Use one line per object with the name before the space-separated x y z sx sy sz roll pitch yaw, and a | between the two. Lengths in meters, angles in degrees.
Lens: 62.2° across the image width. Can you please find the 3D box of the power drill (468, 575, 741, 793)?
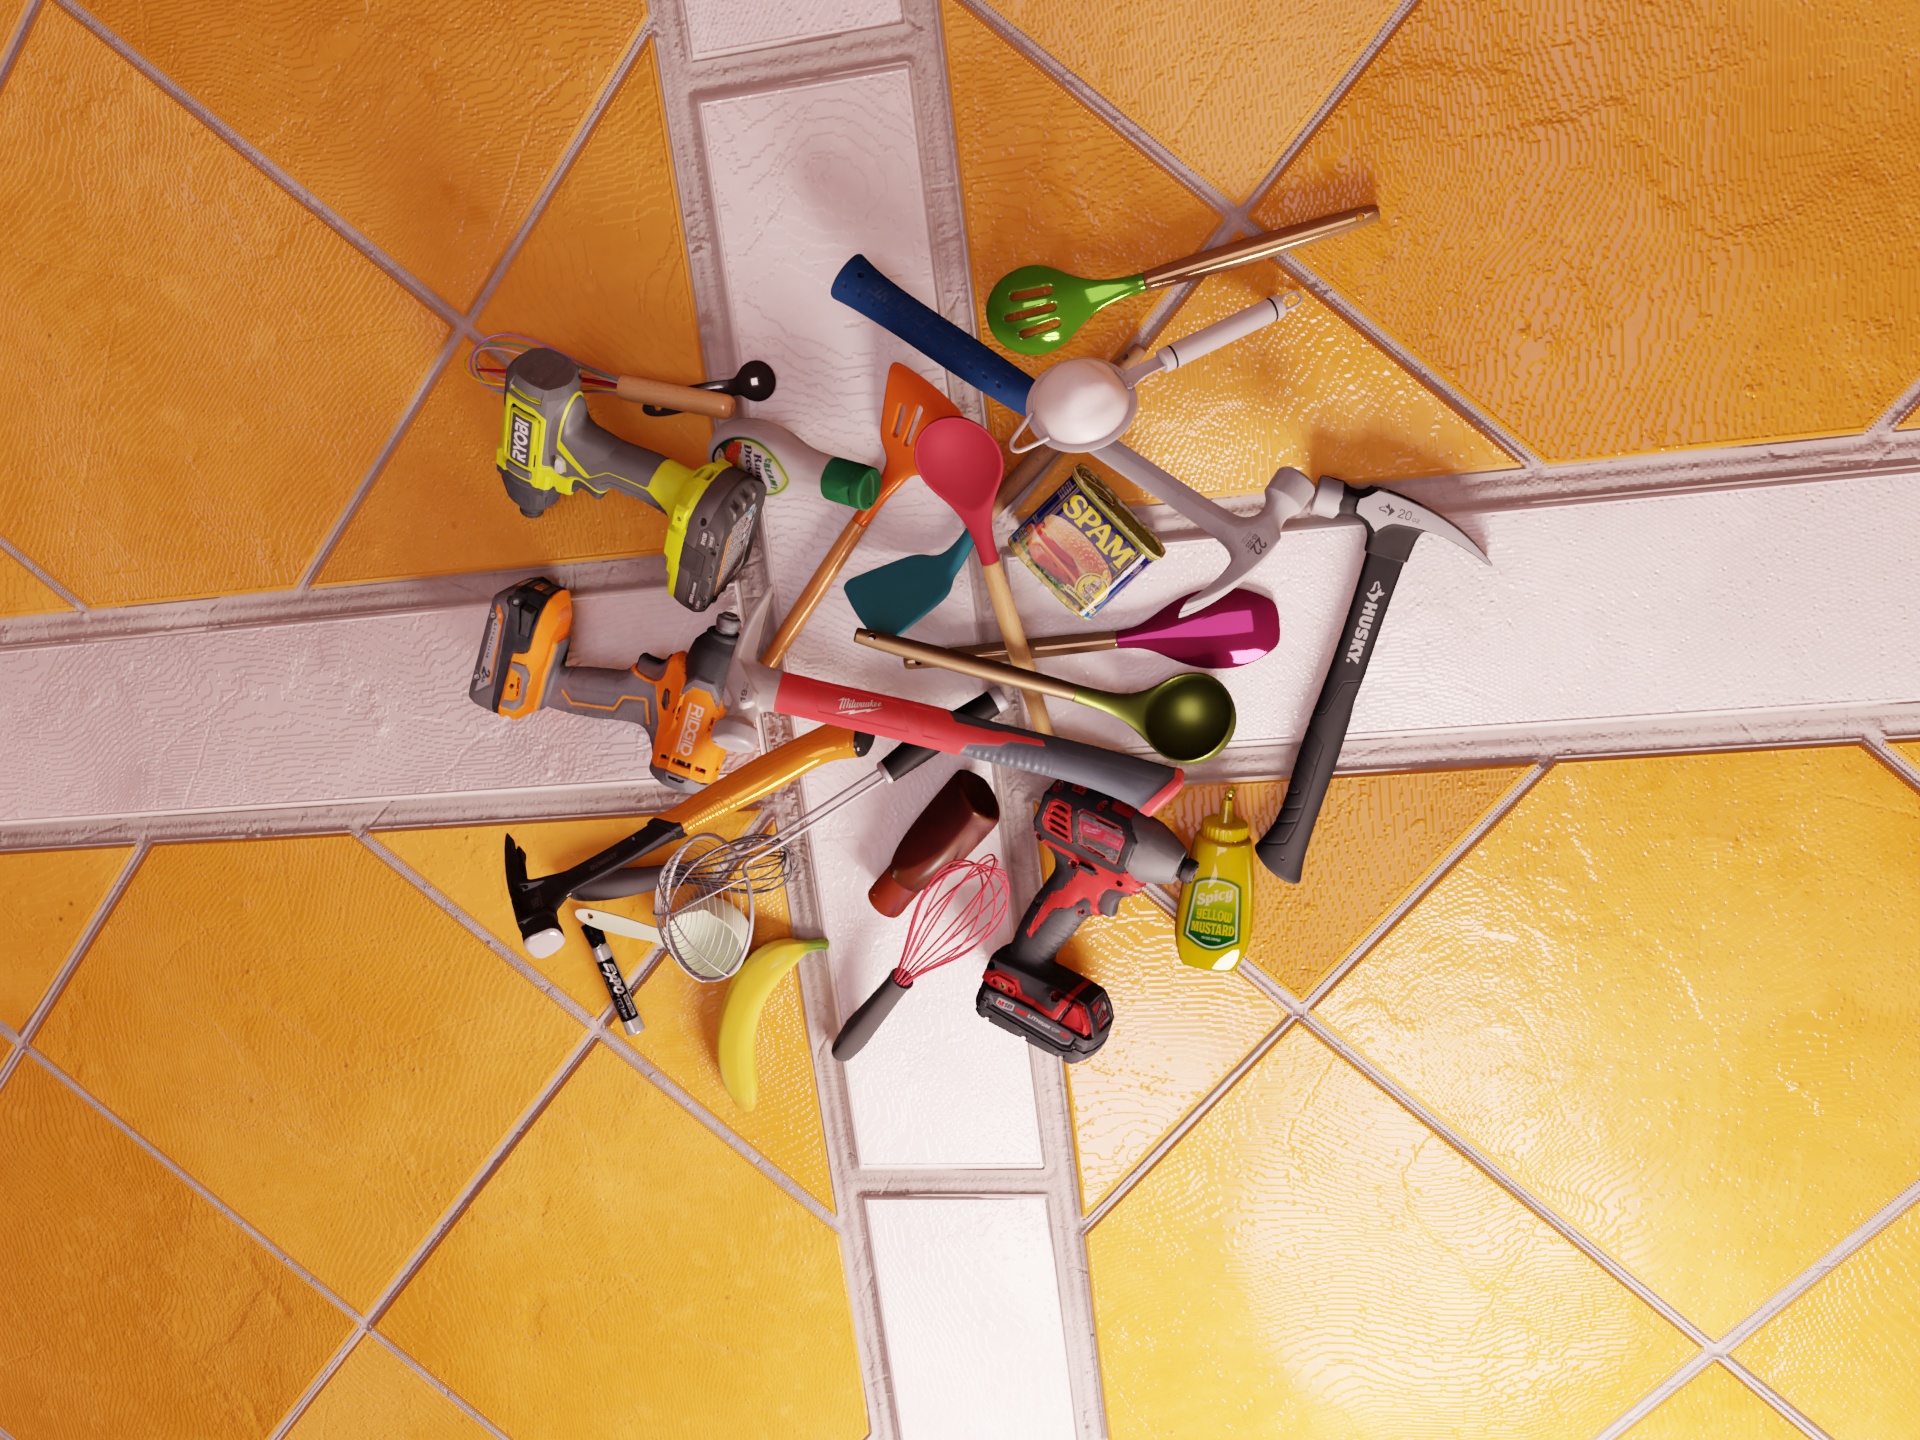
power drill | -0.300 -0.047 1.398 0.226 0.084 0.164 21 108 1

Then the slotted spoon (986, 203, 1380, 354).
slotted spoon | 0.169 -0.352 1.243 0.314 0.031 0.070 -13 105 14

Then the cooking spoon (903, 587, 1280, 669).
cooking spoon | 0.106 -0.065 1.336 0.319 0.017 0.068 -5 103 13

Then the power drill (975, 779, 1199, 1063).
power drill | 0.108 0.172 1.361 0.143 0.078 0.219 24 106 18

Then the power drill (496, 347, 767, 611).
power drill | -0.285 -0.193 1.339 0.223 0.080 0.171 30 141 4

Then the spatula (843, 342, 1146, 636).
spatula | 0.033 -0.190 1.304 0.317 0.044 0.082 -46 51 16

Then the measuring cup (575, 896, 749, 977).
measuring cup | -0.273 0.188 1.471 0.167 0.038 0.083 12 120 11

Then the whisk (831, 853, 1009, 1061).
whisk | -0.042 0.215 1.399 0.073 0.073 0.295 37 125 1

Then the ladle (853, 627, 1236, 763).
ladle | 0.070 -0.032 1.296 0.320 0.062 0.078 15 77 -7

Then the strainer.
strainer | 0.150 -0.276 1.218 0.258 0.050 0.087 -27 65 -9

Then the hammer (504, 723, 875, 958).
hammer | -0.230 0.076 1.355 0.337 0.127 0.034 -28 136 -3

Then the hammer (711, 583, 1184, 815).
hammer | -0.002 -0.004 1.324 0.386 0.038 0.143 13 72 1

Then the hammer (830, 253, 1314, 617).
hammer | 0.069 -0.236 1.246 0.405 0.035 0.144 35 80 7

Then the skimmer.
skimmer | -0.109 0.090 1.376 0.363 0.090 0.127 -33 59 -4

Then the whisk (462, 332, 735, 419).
whisk | -0.309 -0.284 1.349 0.245 0.047 0.051 13 115 10

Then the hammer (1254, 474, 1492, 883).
hammer | 0.314 -0.021 1.295 0.146 0.035 0.334 17 108 8

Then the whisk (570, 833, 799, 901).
whisk | -0.257 0.142 1.458 0.239 0.055 0.055 -10 103 20

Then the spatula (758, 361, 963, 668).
spatula | -0.103 -0.149 1.347 0.081 0.041 0.322 41 111 15

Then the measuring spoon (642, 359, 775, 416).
measuring spoon | -0.216 -0.277 1.349 0.124 0.018 0.034 -11 102 15

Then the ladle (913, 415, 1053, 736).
ladle | 0.033 -0.106 1.296 0.069 0.031 0.315 -9 120 17
